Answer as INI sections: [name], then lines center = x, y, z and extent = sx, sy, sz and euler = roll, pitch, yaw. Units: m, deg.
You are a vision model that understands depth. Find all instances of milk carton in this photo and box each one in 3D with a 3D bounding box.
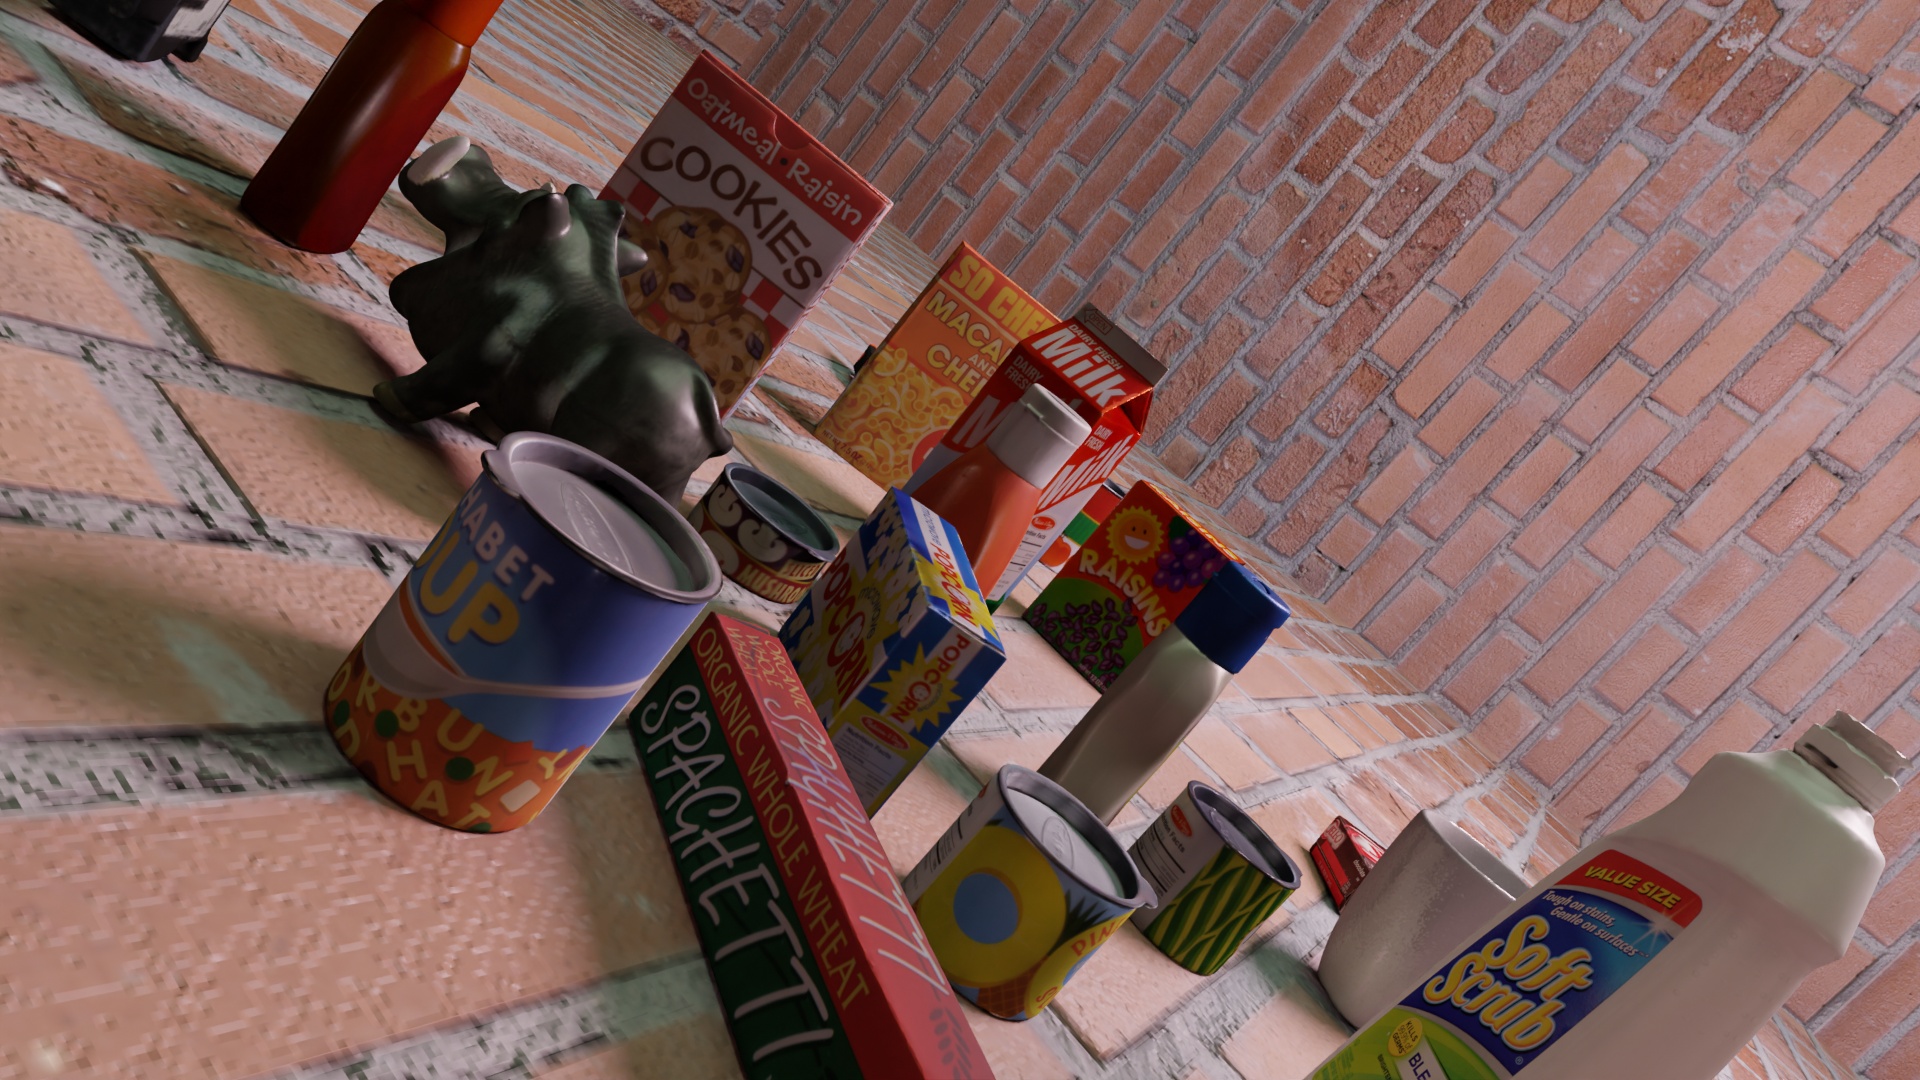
[milk carton]
center = 0.038, -0.048, 0.828
extent = 0.072, 0.190, 0.073
euler = 45, 12, 23

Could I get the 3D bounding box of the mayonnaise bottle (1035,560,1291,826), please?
[mayonnaise bottle]
center = 0.086, 0.075, 0.624
extent = 0.041, 0.148, 0.065
euler = 41, 11, 4

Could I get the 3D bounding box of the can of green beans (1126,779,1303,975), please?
[can of green beans]
center = 0.110, 0.153, 0.631
extent = 0.071, 0.057, 0.071
euler = 38, 12, -9

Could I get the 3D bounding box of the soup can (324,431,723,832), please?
[soup can]
center = -0.116, 0.023, 0.361
extent = 0.071, 0.083, 0.071
euler = 38, 12, -9

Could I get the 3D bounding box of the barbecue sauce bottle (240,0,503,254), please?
[barbecue sauce bottle]
center = -0.247, -0.194, 0.597
extent = 0.043, 0.148, 0.065
euler = 38, 12, -11

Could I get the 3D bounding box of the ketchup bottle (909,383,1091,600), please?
[ketchup bottle]
center = 0.002, -0.008, 0.674
extent = 0.065, 0.148, 0.043
euler = 46, 13, 28

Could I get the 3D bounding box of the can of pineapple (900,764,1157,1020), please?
[can of pineapple]
center = 0.022, 0.122, 0.478
extent = 0.071, 0.057, 0.071
euler = 38, 12, -9

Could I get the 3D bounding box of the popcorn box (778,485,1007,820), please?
[popcorn box]
center = -0.032, 0.040, 0.549
extent = 0.038, 0.085, 0.127
euler = 36, 12, -20

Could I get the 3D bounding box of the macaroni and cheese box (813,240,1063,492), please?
[macaroni and cheese box]
center = -0.003, -0.103, 0.962
extent = 0.123, 0.166, 0.040
euler = 37, 12, -12

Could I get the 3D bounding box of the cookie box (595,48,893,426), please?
[cookie box]
center = -0.135, -0.155, 0.747
extent = 0.123, 0.167, 0.040
euler = 38, 11, -7

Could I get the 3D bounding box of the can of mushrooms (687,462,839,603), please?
[can of mushrooms]
center = -0.091, -0.002, 0.647
extent = 0.071, 0.033, 0.071
euler = 38, 12, -9

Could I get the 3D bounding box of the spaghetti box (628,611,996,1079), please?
[spaghetti box]
center = -0.038, 0.109, 0.365
extent = 0.028, 0.050, 0.251
euler = 30, 15, -39

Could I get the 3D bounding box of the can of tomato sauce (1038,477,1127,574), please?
[can of tomato sauce]
center = 0.089, -0.022, 1.144
extent = 0.071, 0.083, 0.071
euler = 38, 12, -9

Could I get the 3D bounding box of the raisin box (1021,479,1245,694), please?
[raisin box]
center = 0.114, 0.033, 0.922
extent = 0.086, 0.123, 0.040
euler = 44, 12, 20
